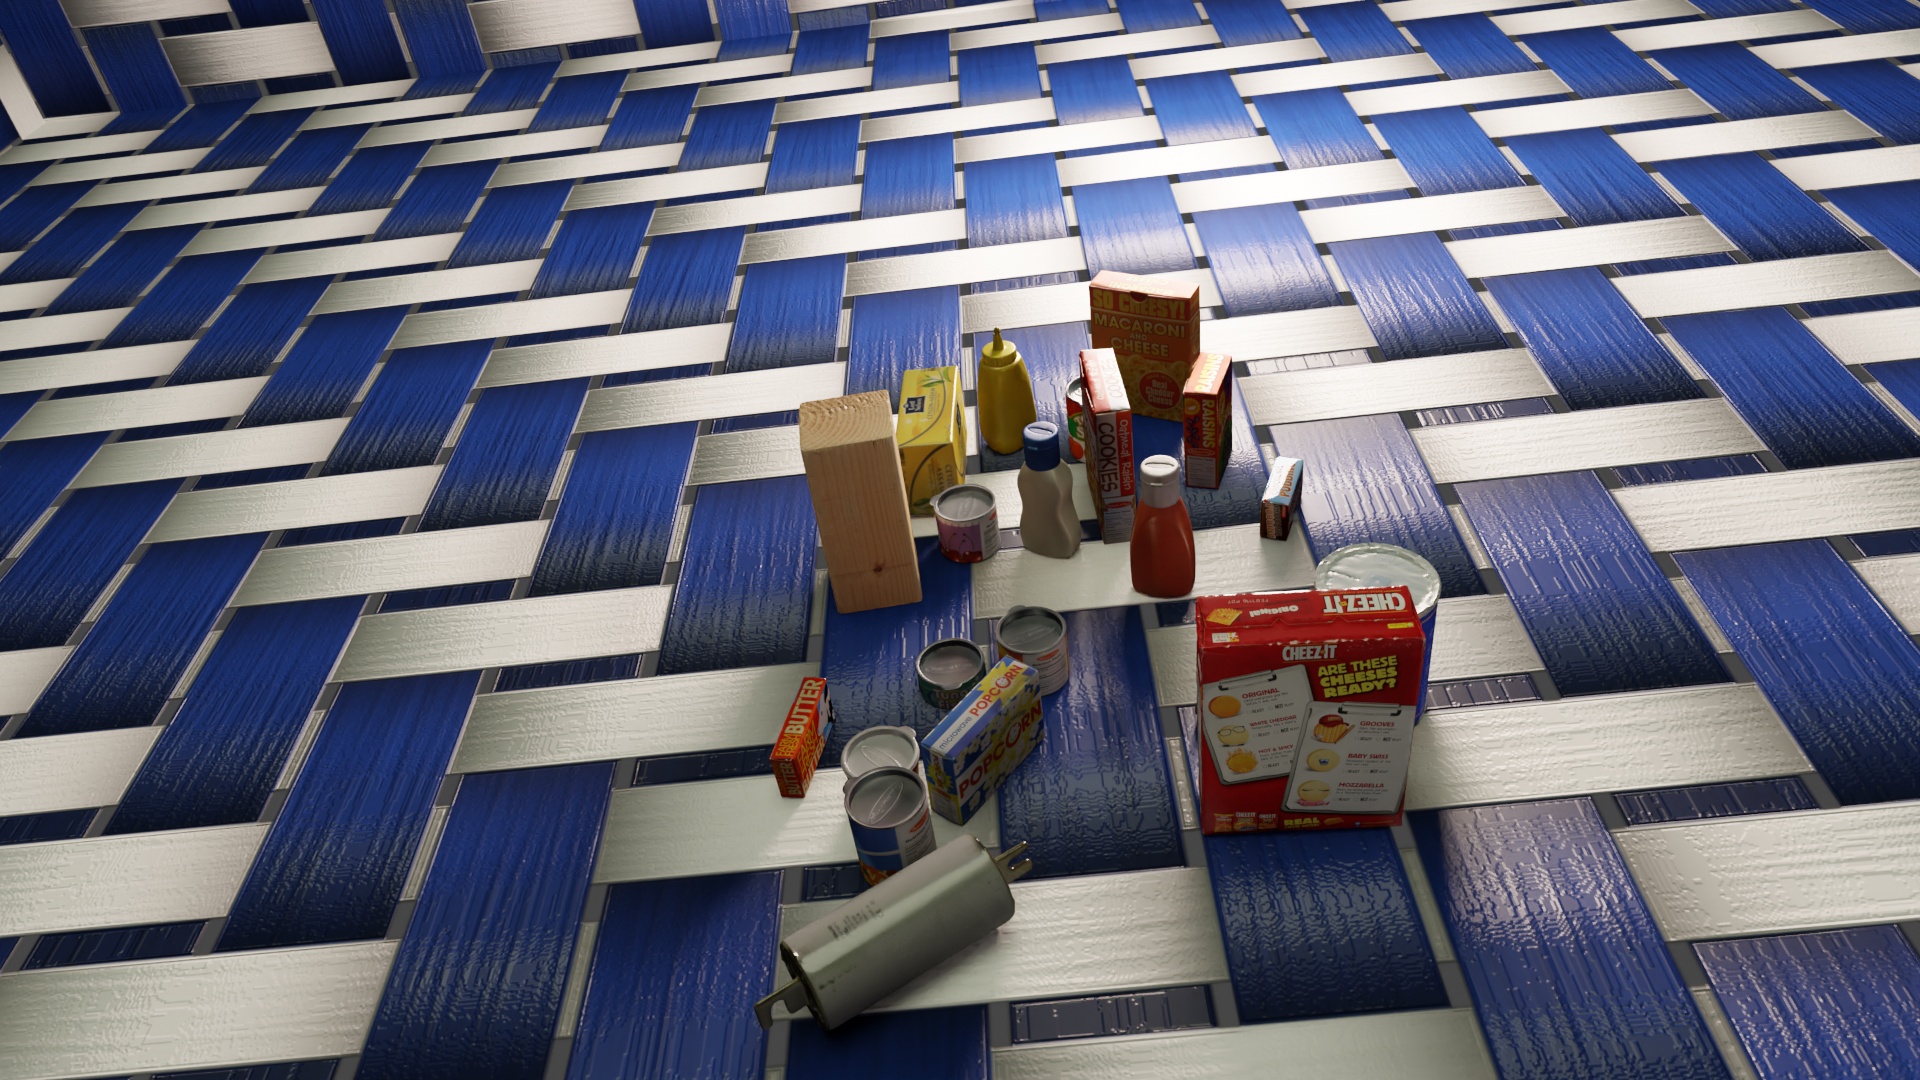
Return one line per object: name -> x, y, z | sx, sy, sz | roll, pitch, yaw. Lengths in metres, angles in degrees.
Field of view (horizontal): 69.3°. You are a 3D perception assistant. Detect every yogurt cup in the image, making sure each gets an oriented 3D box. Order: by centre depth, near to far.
yogurt cup -> -0.066, 0.203, 1.204 | 0.072, 0.053, 0.073 | -5, 38, 4

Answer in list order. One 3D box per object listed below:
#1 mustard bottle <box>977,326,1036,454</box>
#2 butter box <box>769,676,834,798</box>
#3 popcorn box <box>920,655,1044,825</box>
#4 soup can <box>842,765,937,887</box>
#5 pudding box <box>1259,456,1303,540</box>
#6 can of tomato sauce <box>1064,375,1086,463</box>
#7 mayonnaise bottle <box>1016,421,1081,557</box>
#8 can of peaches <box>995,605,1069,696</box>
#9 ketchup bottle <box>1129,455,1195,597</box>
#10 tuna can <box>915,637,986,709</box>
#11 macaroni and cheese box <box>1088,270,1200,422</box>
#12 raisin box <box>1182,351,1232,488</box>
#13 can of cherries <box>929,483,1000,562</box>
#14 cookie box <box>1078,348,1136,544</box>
mustard bottle -> 0.050, -0.177, 1.587 | 0.065, 0.159, 0.049 | -32, 43, -28
butter box -> -0.141, 0.177, 1.252 | 0.024, 0.052, 0.104 | 2, 39, 14
popcorn box -> 0.021, 0.172, 1.202 | 0.038, 0.084, 0.127 | 20, 46, 32
soup can -> -0.058, 0.236, 1.135 | 0.071, 0.083, 0.072 | -5, 37, 4
pudding box -> 0.336, -0.045, 1.454 | 0.030, 0.049, 0.084 | 9, 41, 21
can of tomato sauce -> 0.154, -0.137, 1.579 | 0.071, 0.082, 0.071 | -5, 37, 4
mayonnaise bottle -> 0.088, -0.052, 1.428 | 0.065, 0.147, 0.041 | 15, 43, 27
can of peaches -> 0.068, 0.103, 1.305 | 0.071, 0.057, 0.071 | -5, 38, 4
ketchup bottle -> 0.197, -0.013, 1.357 | 0.065, 0.148, 0.044 | 4, 39, 16
tuna can -> -0.008, 0.127, 1.308 | 0.071, 0.032, 0.071 | -5, 38, 4
macaroni and cheese box -> 0.215, -0.223, 1.611 | 0.124, 0.165, 0.040 | 13, 42, 25
raisin box -> 0.271, -0.131, 1.517 | 0.040, 0.122, 0.086 | 8, 40, 20
can of cherries -> 0.005, -0.018, 1.473 | 0.071, 0.058, 0.072 | -5, 38, 4
cookie box -> 0.154, -0.100, 1.462 | 0.040, 0.166, 0.123 | -8, 37, 1
